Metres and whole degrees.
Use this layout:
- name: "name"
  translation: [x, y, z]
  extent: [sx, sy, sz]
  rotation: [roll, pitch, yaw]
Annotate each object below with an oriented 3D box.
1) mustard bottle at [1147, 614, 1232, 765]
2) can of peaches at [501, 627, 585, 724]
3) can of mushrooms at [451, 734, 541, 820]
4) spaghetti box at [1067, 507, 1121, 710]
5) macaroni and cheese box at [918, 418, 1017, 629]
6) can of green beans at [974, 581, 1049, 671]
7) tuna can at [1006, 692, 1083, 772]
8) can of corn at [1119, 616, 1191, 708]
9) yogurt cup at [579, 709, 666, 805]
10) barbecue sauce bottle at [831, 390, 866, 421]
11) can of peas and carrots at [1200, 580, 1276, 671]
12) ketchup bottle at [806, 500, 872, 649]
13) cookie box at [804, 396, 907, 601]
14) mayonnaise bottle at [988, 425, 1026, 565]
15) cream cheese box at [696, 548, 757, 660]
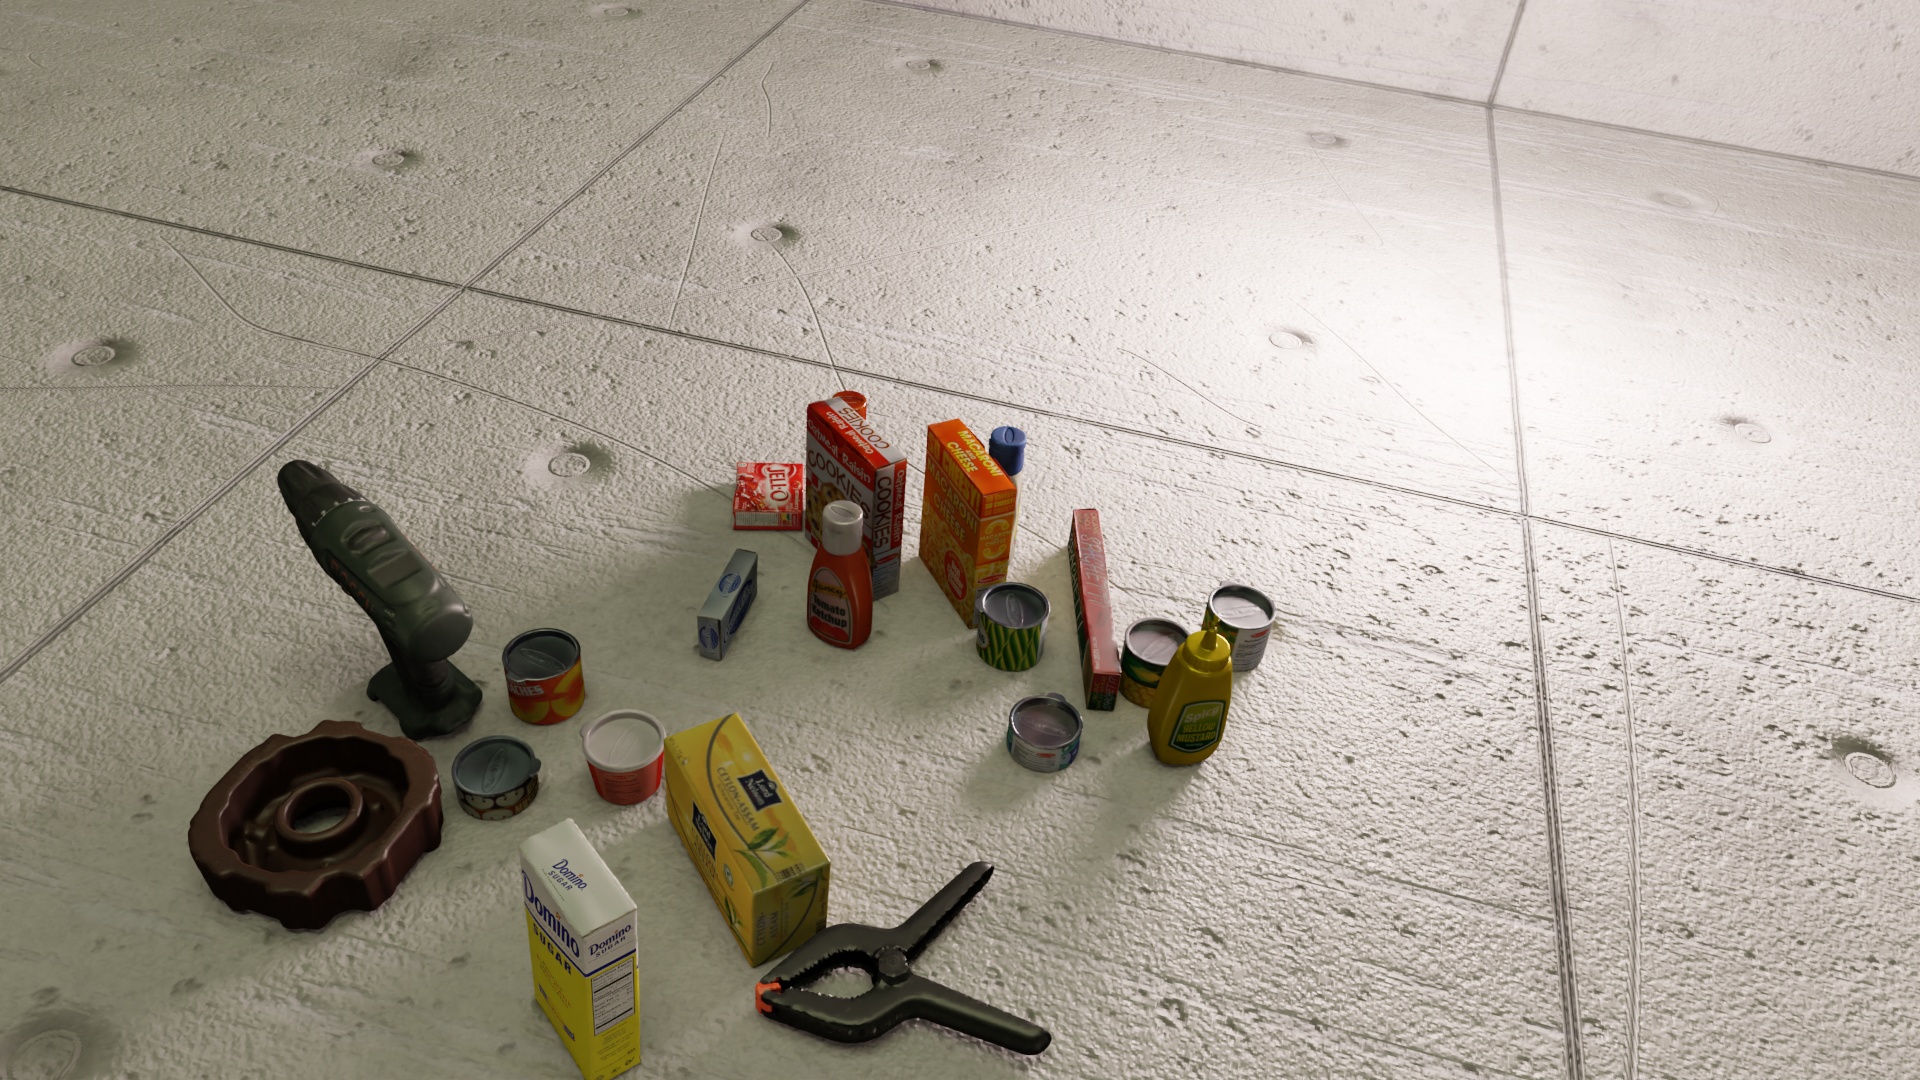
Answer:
- name: "mustard bottle"
  translation: [0.205, 0.128, 1.208]
  extent: [0.065, 0.159, 0.049]
  rotation: [-5, 40, -13]
- name: "can of peaches"
  translation: [-0.368, 0.121, 1.224]
  extent: [0.071, 0.057, 0.071]
  rotation: [4, 39, -3]
- name: "can of mushrooms"
  translation: [-0.381, 0.196, 1.148]
  extent: [0.071, 0.033, 0.071]
  rotation: [4, 39, -3]
- name: "spaghetti box"
  translation: [0.130, 0.061, 1.369]
  extent: [0.029, 0.049, 0.251]
  rotation: [3, 39, -3]
- name: "macaroni and cheese box"
  translation: [0.005, -0.017, 1.358]
  extent: [0.040, 0.165, 0.124]
  rotation: [-14, 43, -23]
- name: "can of green beans"
  translation: [0.049, 0.082, 1.326]
  extent: [0.071, 0.057, 0.071]
  rotation: [4, 39, -3]
- name: "tuna can"
  translation: [0.075, 0.171, 1.240]
  extent: [0.071, 0.032, 0.071]
  rotation: [4, 39, -3]
- name: "can of corn"
  translation: [0.184, 0.116, 1.301]
  extent: [0.071, 0.058, 0.071]
  rotation: [4, 39, -3]
- name: "yogurt cup"
  translation: [-0.279, 0.183, 1.161]
  extent: [0.072, 0.053, 0.073]
  rotation: [4, 39, -3]
- name: "barbecue sauce bottle"
  translation: [-0.118, -0.085, 1.441]
  extent: [0.065, 0.147, 0.044]
  rotation: [5, 39, -1]
- name: "can of peas and carrots"
  translation: [0.267, 0.083, 1.352]
  extent: [0.071, 0.058, 0.071]
  rotation: [4, 39, -3]
- name: "ketchup bottle"
  translation: [-0.112, 0.031, 1.297]
  extent: [0.065, 0.148, 0.044]
  rotation: [24, 42, 21]
- name: "cookie box"
  translation: [-0.106, -0.040, 1.372]
  extent: [0.040, 0.166, 0.123]
  rotation: [-22, 46, -30]
- name: "mayonnaise bottle"
  translation: [0.042, -0.046, 1.413]
  extent: [0.041, 0.147, 0.065]
  rotation: [5, 39, -1]
- name: "cream cheese box"
  translation: [-0.220, 0.060, 1.322]
  extent: [0.024, 0.053, 0.104]
  rotation: [12, 39, 7]
